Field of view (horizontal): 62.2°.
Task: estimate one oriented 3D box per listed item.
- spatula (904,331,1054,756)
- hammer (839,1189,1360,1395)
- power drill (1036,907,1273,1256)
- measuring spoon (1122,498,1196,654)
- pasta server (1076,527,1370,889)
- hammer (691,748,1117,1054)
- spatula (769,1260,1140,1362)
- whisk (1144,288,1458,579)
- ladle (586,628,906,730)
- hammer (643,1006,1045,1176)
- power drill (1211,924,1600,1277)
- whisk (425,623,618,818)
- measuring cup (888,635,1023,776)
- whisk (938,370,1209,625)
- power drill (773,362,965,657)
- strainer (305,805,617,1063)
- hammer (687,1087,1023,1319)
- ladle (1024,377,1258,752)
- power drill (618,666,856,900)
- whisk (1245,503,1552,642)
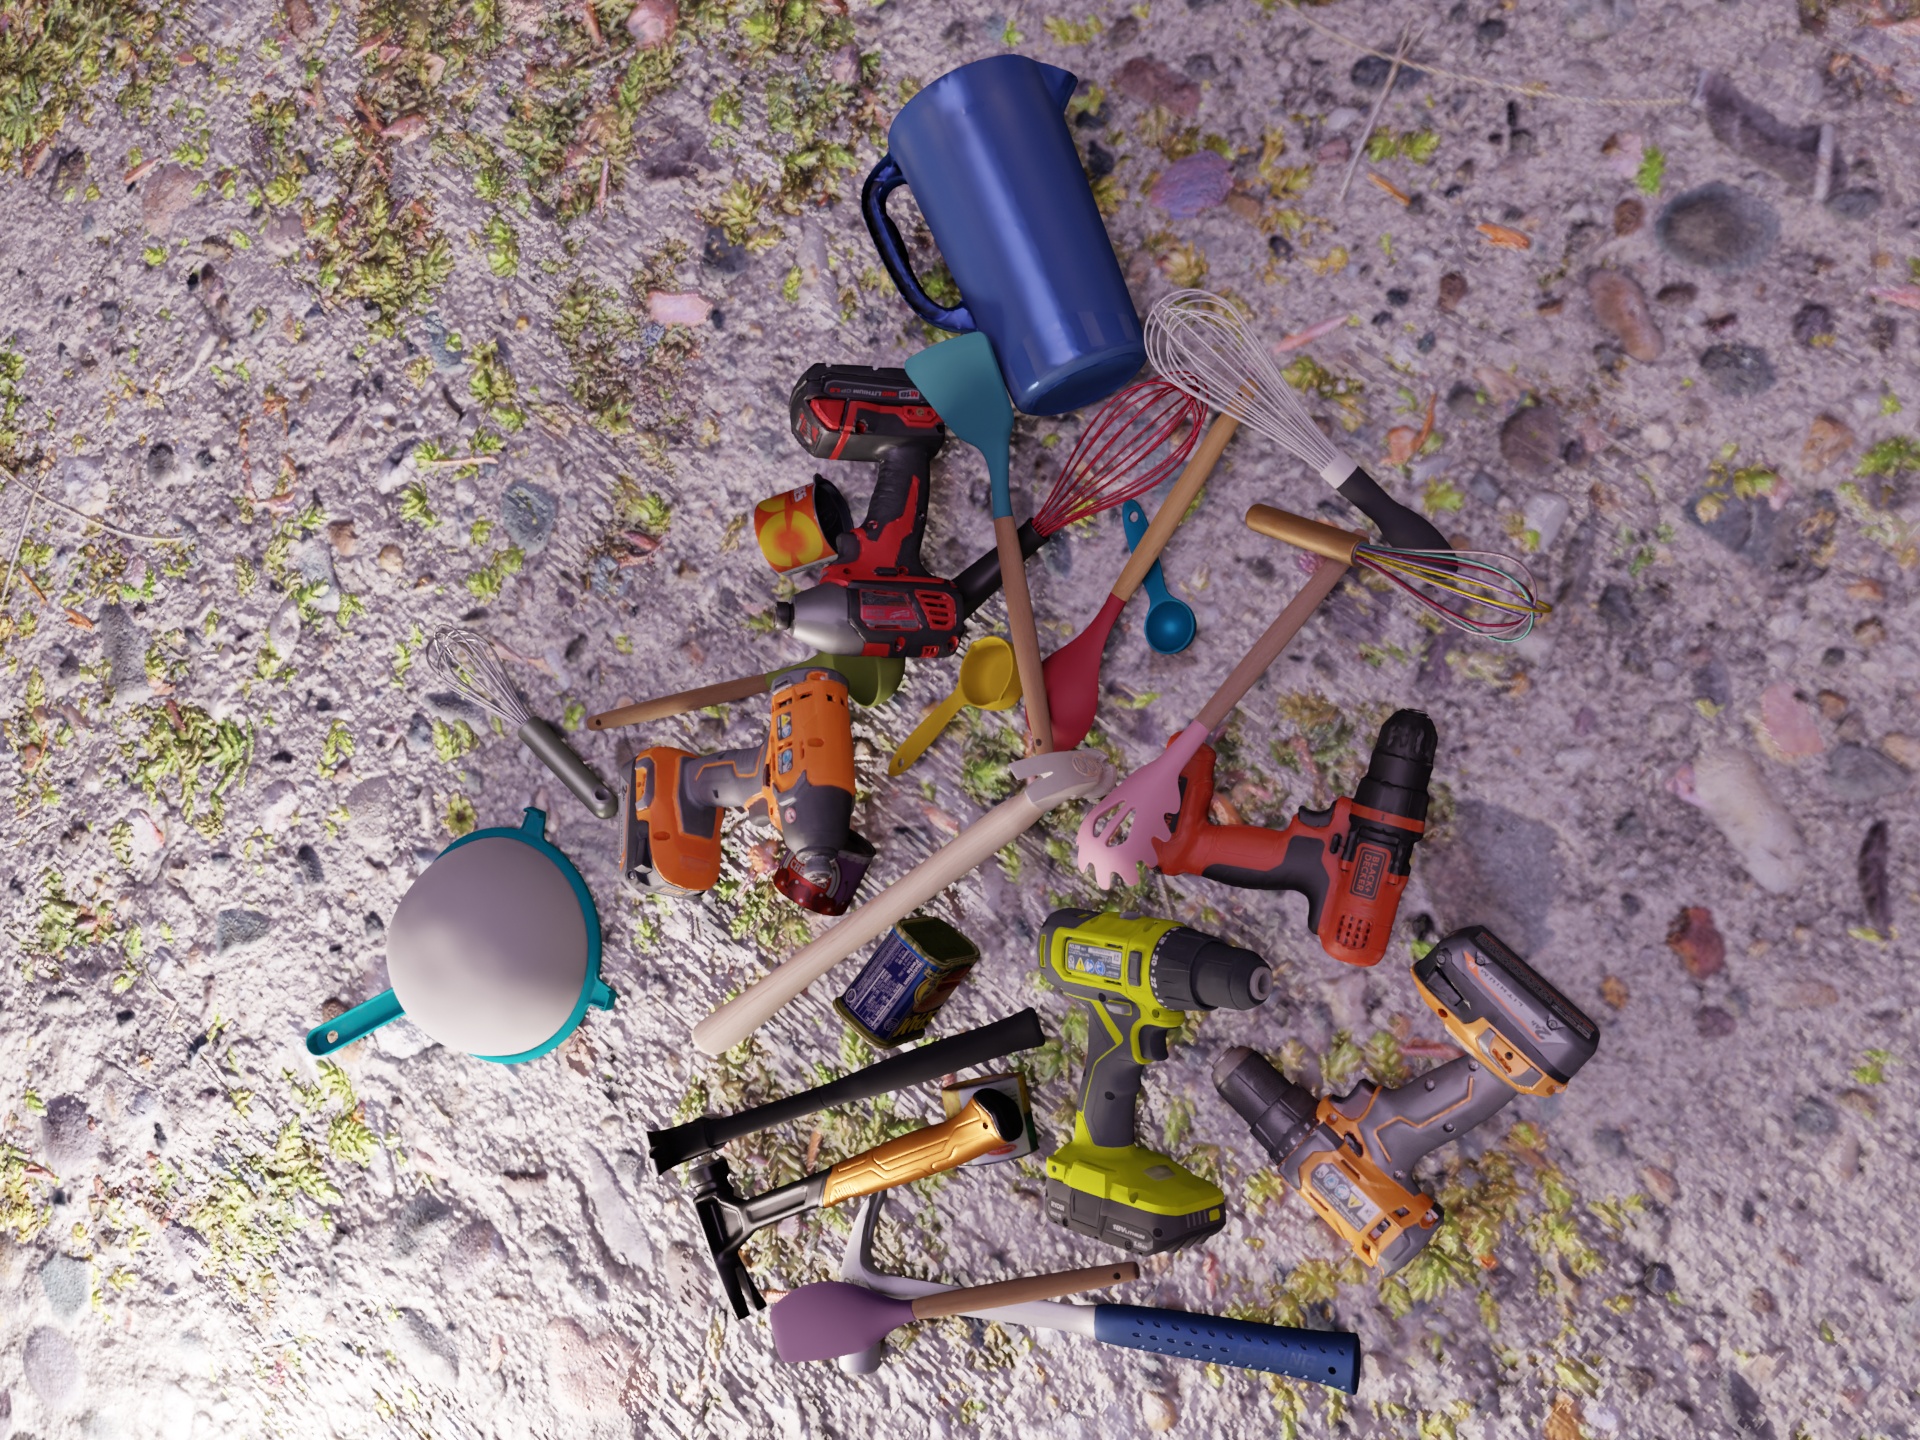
[{"bbox_3d":[0.029,-0.125,1.186,0.082,0.044,0.317,-10,91,40],"label":"spatula"},{"bbox_3d":[0.092,0.446,1.197,0.405,0.035,0.144,0,89,22],"label":"hammer"},{"bbox_3d":[0.136,0.253,1.135,0.191,0.080,0.228,3,91,47],"label":"power drill"},{"bbox_3d":[0.149,-0.109,1.201,0.042,0.021,0.129,-27,70,32],"label":"measuring spoon"},{"bbox_3d":[0.189,-0.013,1.129,0.060,0.040,0.316,37,82,28],"label":"pasta server"},{"bbox_3d":[-0.065,0.148,1.225,0.410,0.146,0.038,-38,75,22],"label":"hammer"},{"bbox_3d":[-0.012,0.442,1.211,0.316,0.018,0.060,-18,82,22],"label":"spatula"},{"bbox_3d":[0.241,-0.198,1.114,0.284,0.070,0.070,42,105,-2],"label":"whisk"},{"bbox_3d":[-0.186,-0.026,1.315,0.320,0.062,0.078,-12,92,24],"label":"ladle"},{"bbox_3d":[-0.091,0.288,1.238,0.335,0.146,0.035,-21,79,12],"label":"hammer"},{"bbox_3d":[0.298,0.243,1.097,0.185,0.084,0.226,43,109,19],"label":"power drill"},{"bbox_3d":[-0.387,0.001,1.406,0.246,0.058,0.059,43,139,15],"label":"whisk"},{"bbox_3d":[-0.002,-0.004,1.255,0.156,0.029,0.062,-46,49,29],"label":"measuring cup"},{"bbox_3d":[0.074,-0.158,1.211,0.296,0.073,0.073,-40,75,24],"label":"whisk"},{"bbox_3d":[-0.075,-0.154,1.214,0.143,0.078,0.220,0,76,-16],"label":"power drill"},{"bbox_3d":[-0.479,0.229,1.407,0.340,0.095,0.211,-28,79,18],"label":"strainer"},{"bbox_3d":[-0.081,0.362,1.228,0.337,0.034,0.127,-31,74,33],"label":"hammer"},{"bbox_3d":[0.133,-0.113,1.184,0.069,0.031,0.315,41,107,34],"label":"ladle"},{"bbox_3d":[-0.172,0.069,1.247,0.226,0.084,0.164,-24,60,36],"label":"power drill"},{"bbox_3d":[0.294,-0.108,1.089,0.245,0.047,0.051,29,144,44],"label":"whisk"}]
